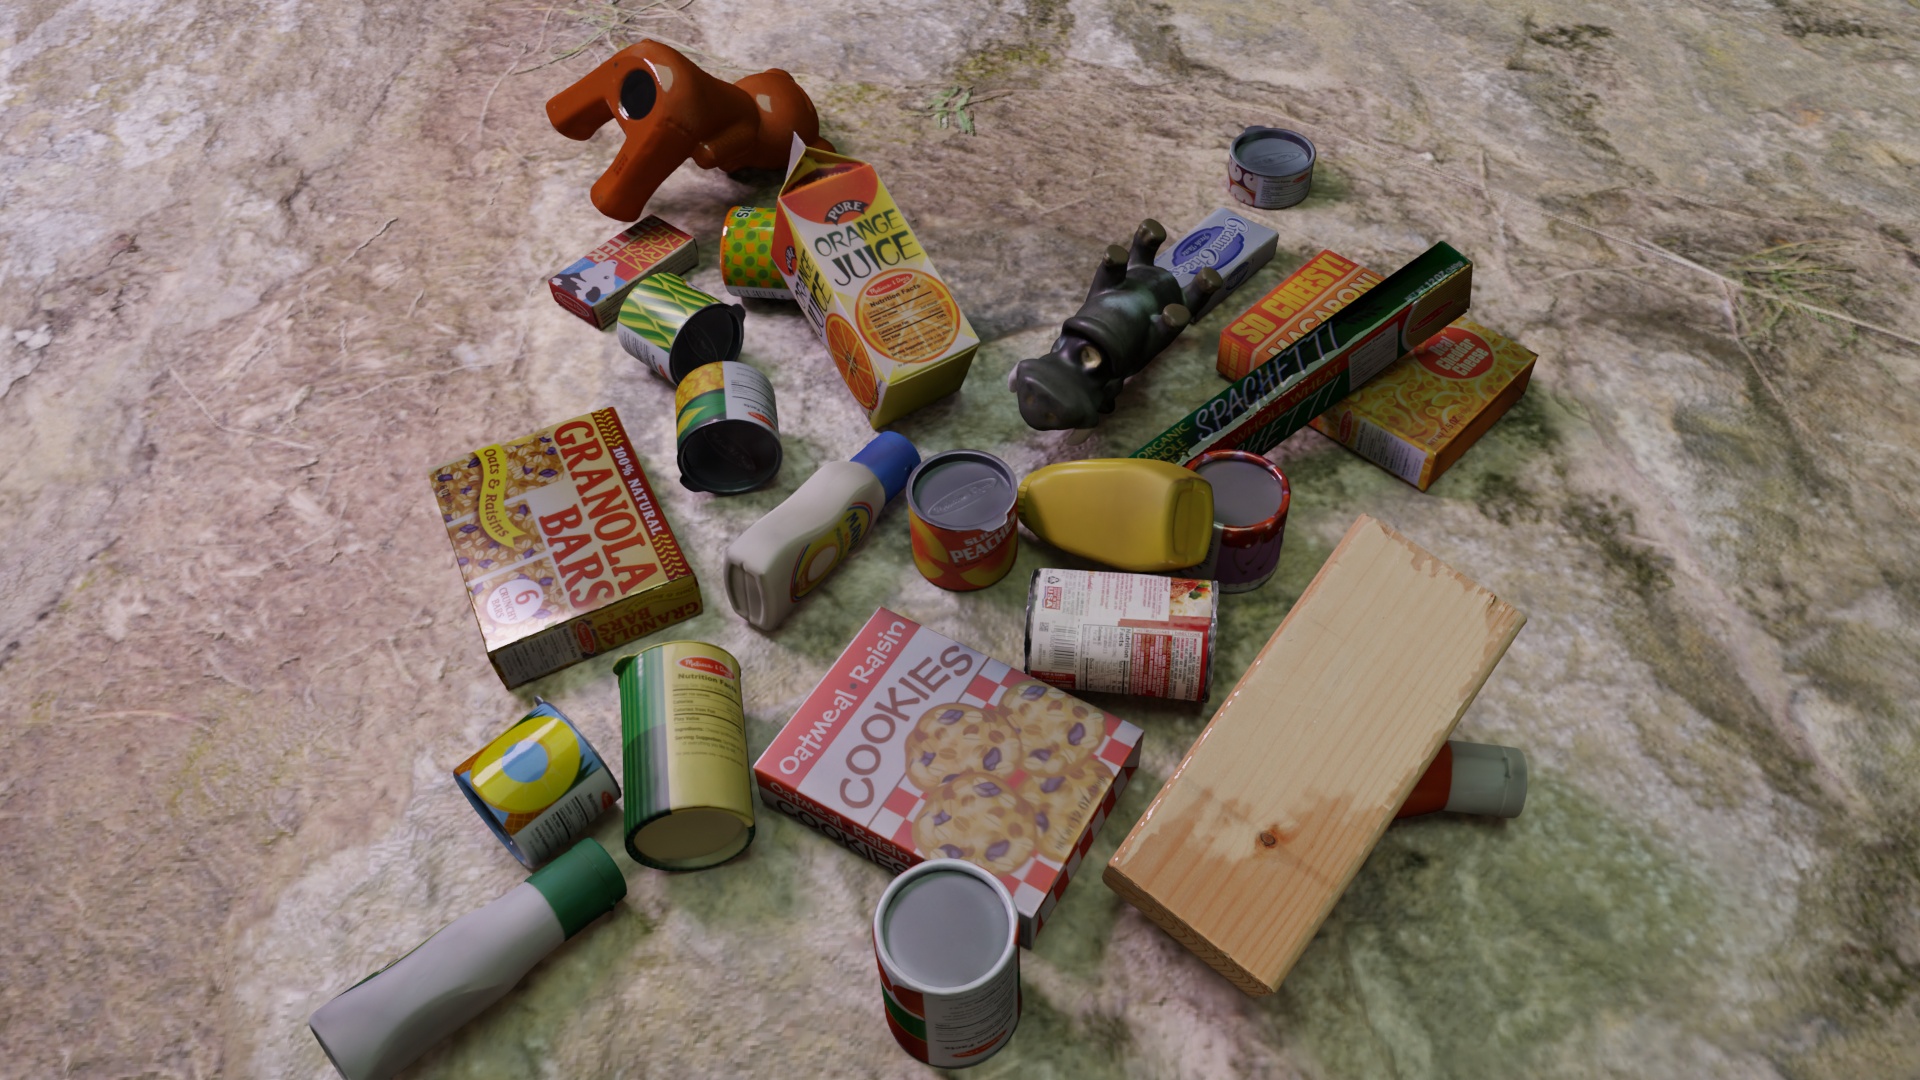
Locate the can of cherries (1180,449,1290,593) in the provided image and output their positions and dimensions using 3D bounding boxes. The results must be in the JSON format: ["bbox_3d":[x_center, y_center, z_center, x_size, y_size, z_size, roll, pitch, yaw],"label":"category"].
[{"bbox_3d":[0.163,-0.013,0.830,0.071,0.058,0.072,-2,49,2],"label":"can of cherries"}]

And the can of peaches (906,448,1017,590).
[{"bbox_3d":[0.003,-0.010,0.836,0.071,0.057,0.071,-1,49,1],"label":"can of peaches"}]

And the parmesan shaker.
[{"bbox_3d":[-0.147,0.112,0.728,0.071,0.071,0.103,-9,49,-5],"label":"parmesan shaker"}]

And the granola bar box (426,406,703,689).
[{"bbox_3d":[-0.245,-0.002,0.854,0.124,0.038,0.166,-22,51,-16],"label":"granola bar box"}]

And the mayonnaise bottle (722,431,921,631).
[{"bbox_3d":[-0.081,-0.012,0.842,0.041,0.064,0.149,29,52,22],"label":"mayonnaise bottle"}]

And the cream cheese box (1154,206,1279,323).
[{"bbox_3d":[0.182,-0.204,1.020,0.053,0.024,0.104,34,58,28],"label":"cream cheese box"}]

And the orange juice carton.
[{"bbox_3d":[-0.070,-0.180,0.933,0.073,0.071,0.193,-26,77,-19],"label":"orange juice carton"}]

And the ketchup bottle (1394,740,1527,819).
[{"bbox_3d":[0.213,0.117,0.721,0.149,0.043,0.065,6,58,8],"label":"ketchup bottle"}]

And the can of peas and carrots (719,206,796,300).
[{"bbox_3d":[-0.138,-0.212,1.014,0.059,0.070,0.071,4,49,8],"label":"can of peas and carrots"}]

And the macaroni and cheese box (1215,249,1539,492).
[{"bbox_3d":[0.275,-0.118,0.929,0.124,0.040,0.167,-38,57,-26],"label":"macaroni and cheese box"}]

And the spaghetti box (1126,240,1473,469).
[{"bbox_3d":[0.211,-0.097,0.863,0.250,0.050,0.029,-35,57,-5],"label":"spaghetti box"}]

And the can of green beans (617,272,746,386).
[{"bbox_3d":[-0.193,-0.144,0.959,0.058,0.071,0.071,32,58,28],"label":"can of green beans"}]

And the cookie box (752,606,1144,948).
[{"bbox_3d":[-0.006,0.119,0.734,0.167,0.040,0.123,24,54,21],"label":"cookie box"}]

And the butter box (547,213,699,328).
[{"bbox_3d":[-0.251,-0.203,1.041,0.053,0.024,0.104,31,57,26],"label":"butter box"}]

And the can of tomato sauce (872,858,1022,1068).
[{"bbox_3d":[-0.006,0.193,0.640,0.071,0.082,0.071,-1,49,2],"label":"can of tomato sauce"}]

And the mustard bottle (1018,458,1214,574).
[{"bbox_3d":[0.078,-0.020,0.824,0.049,0.065,0.160,2,7,-38],"label":"mustard bottle"}]

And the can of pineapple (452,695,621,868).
[{"bbox_3d":[-0.221,0.126,0.722,0.071,0.070,0.058,35,59,29],"label":"can of pineapple"}]

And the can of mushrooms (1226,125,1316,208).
[{"bbox_3d":[0.242,-0.294,1.090,0.071,0.033,0.071,-2,49,2],"label":"can of mushrooms"}]

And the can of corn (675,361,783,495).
[{"bbox_3d":[-0.152,-0.071,0.895,0.071,0.070,0.058,-9,48,-5],"label":"can of corn"}]

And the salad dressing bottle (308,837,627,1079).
[{"bbox_3d":[-0.231,0.200,0.665,0.148,0.064,0.044,-33,73,-34],"label":"salad dressing bottle"}]
